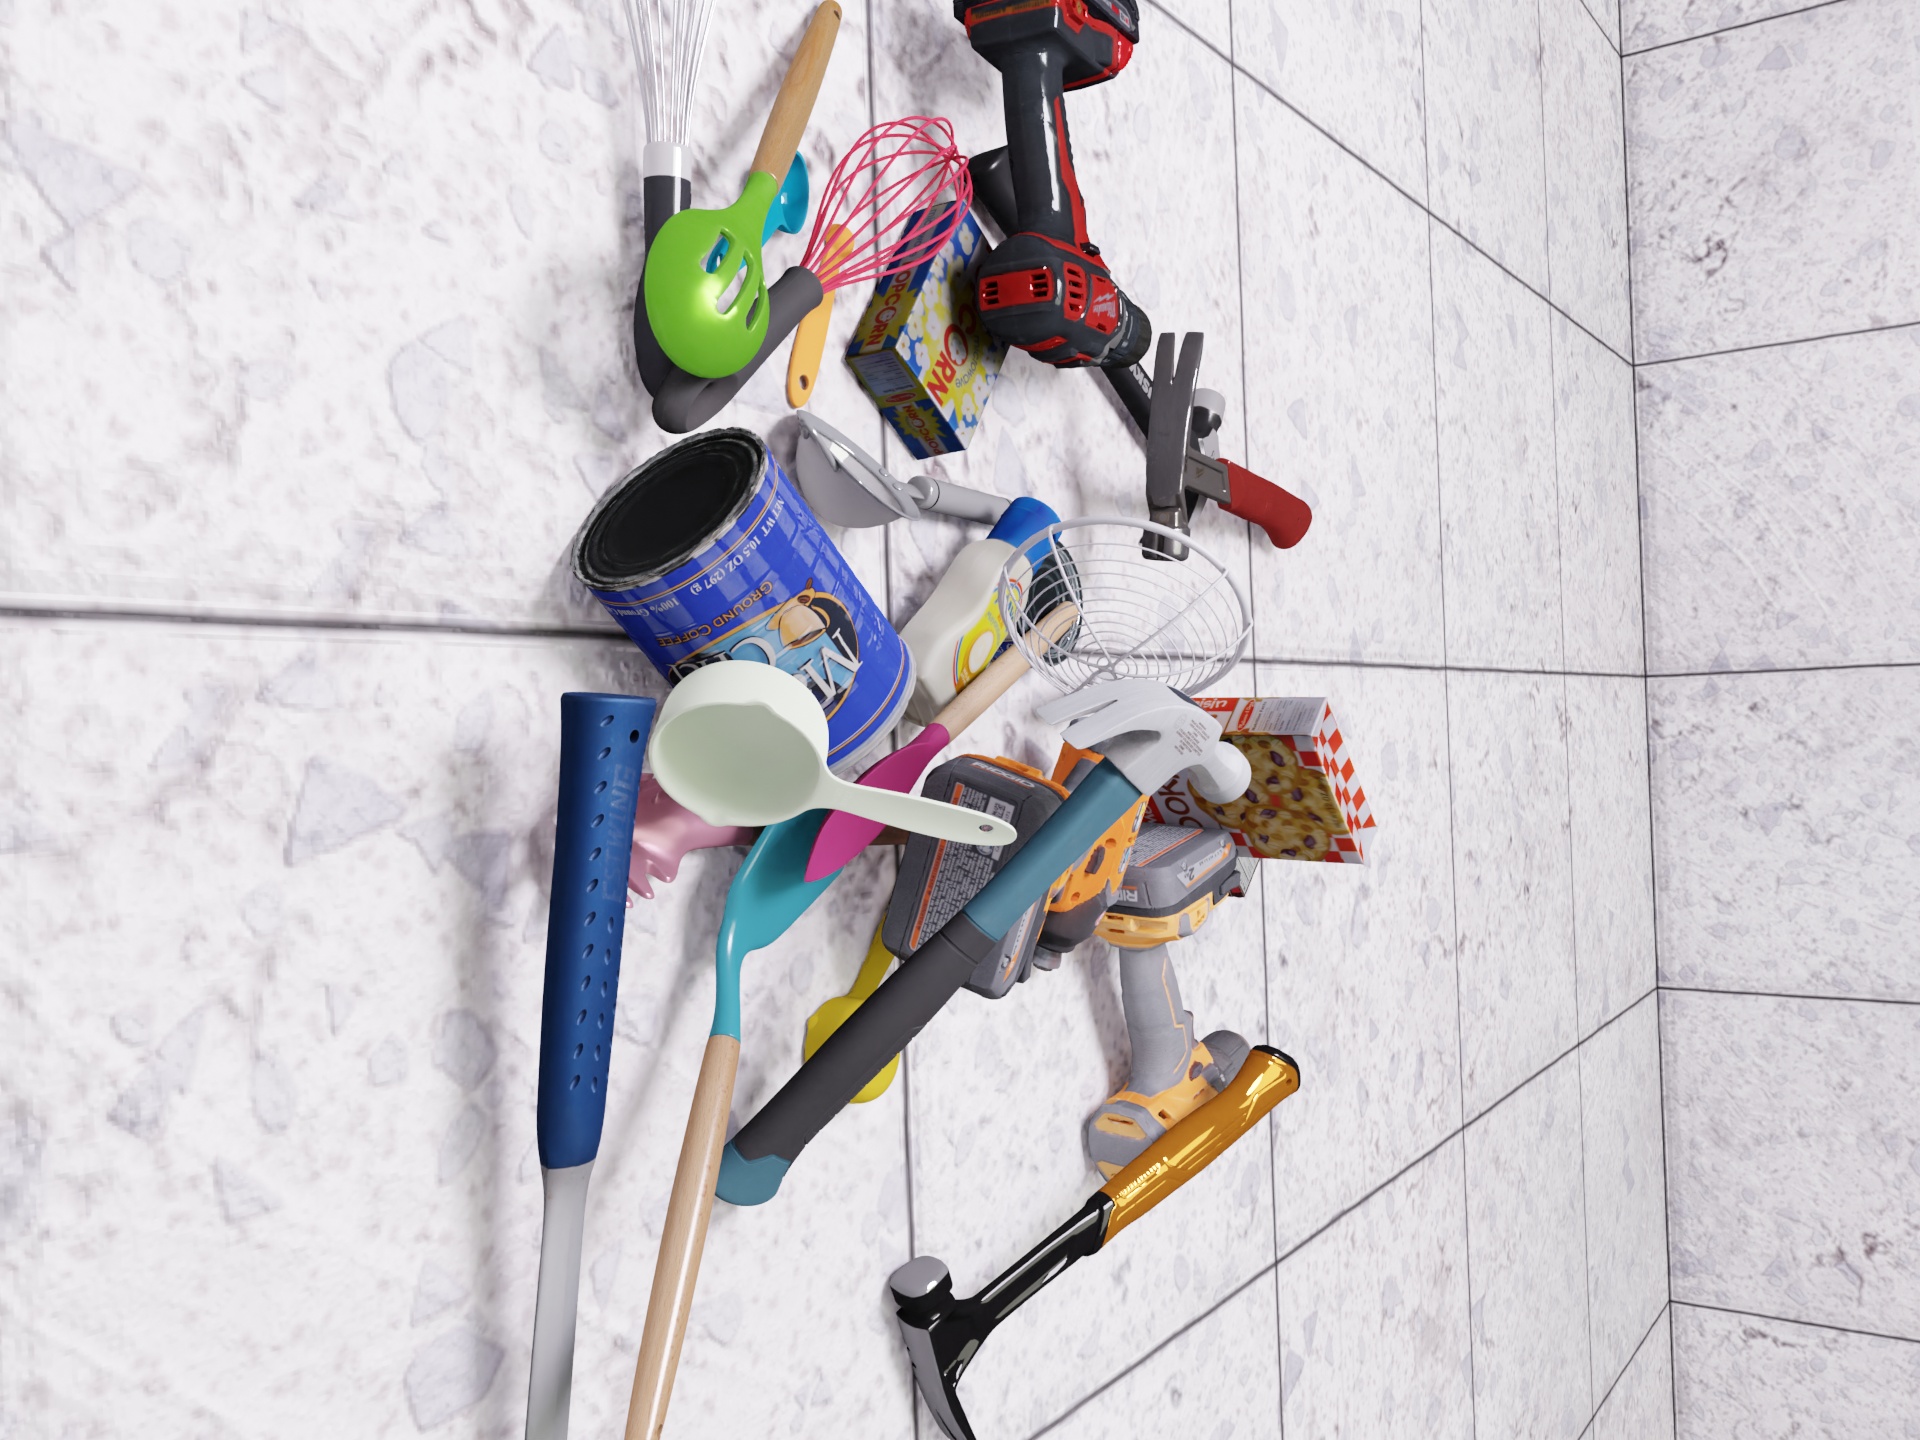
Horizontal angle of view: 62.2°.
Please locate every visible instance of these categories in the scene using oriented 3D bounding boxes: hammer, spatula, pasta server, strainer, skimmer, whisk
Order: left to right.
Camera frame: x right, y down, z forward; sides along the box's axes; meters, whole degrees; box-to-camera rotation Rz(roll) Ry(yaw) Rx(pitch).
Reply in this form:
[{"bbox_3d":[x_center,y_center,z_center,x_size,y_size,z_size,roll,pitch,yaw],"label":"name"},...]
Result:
[{"bbox_3d":[-0.165,0.191,0.648,0.144,0.035,0.405,2,94,-55],"label":"hammer"},{"bbox_3d":[-0.136,-0.293,0.743,0.070,0.070,0.284,-5,97,-55],"label":"whisk"},{"bbox_3d":[-0.100,0.166,0.710,0.082,0.044,0.318,77,16,-49],"label":"spatula"},{"bbox_3d":[-0.087,0.057,0.808,0.316,0.040,0.060,6,94,-56],"label":"pasta server"},{"bbox_3d":[-0.070,-0.229,0.805,0.296,0.073,0.073,-56,131,-39],"label":"whisk"},{"bbox_3d":[-0.027,-0.128,0.904,0.087,0.050,0.258,49,22,21],"label":"strainer"},{"bbox_3d":[0.001,0.110,0.771,0.331,0.033,0.128,-46,137,1],"label":"hammer"},{"bbox_3d":[0.095,-0.259,1.091,0.334,0.035,0.146,44,53,-44],"label":"hammer"},{"bbox_3d":[0.092,-0.051,0.920,0.363,0.127,0.090,-4,107,-84],"label":"skimmer"},{"bbox_3d":[0.102,0.307,0.990,0.337,0.034,0.127,-28,111,-35],"label":"hammer"},{"bbox_3d":[0.207,-0.181,1.189,0.359,0.037,0.149,-2,98,-65],"label":"hammer"}]

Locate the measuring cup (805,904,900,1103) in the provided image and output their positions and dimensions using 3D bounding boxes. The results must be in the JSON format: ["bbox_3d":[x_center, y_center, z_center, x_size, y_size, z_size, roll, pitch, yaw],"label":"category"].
[{"bbox_3d":[-0.038,0.140,0.879,0.062,0.029,0.157,55,47,-38],"label":"measuring cup"}]

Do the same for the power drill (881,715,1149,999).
[{"bbox_3d":[0.042,0.088,0.926,0.226,0.084,0.164,-12,120,-65],"label":"power drill"}]

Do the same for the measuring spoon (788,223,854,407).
[{"bbox_3d":[-0.074,-0.221,0.865,0.021,0.011,0.117,36,59,-49],"label":"measuring spoon"}]

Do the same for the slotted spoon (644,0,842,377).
[{"bbox_3d":[-0.092,-0.277,0.776,0.070,0.031,0.314,51,35,-37],"label":"slotted spoon"}]

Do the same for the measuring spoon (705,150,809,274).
[{"bbox_3d":[-0.107,-0.249,0.795,0.129,0.021,0.042,-64,157,-48],"label":"measuring spoon"}]

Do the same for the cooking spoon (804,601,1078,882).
[{"bbox_3d":[-0.001,-0.003,0.870,0.319,0.017,0.068,-43,159,-53],"label":"cooking spoon"}]

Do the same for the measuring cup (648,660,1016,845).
[{"bbox_3d":[-0.053,0.020,0.707,0.167,0.083,0.038,16,43,-13],"label":"measuring cup"}]

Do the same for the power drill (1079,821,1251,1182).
[{"bbox_3d":[0.151,0.188,1.109,0.185,0.084,0.226,-19,108,-54],"label":"power drill"}]

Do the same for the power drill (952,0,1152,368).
[{"bbox_3d":[0.067,-0.324,0.960,0.188,0.080,0.227,-7,94,-63],"label":"power drill"}]
